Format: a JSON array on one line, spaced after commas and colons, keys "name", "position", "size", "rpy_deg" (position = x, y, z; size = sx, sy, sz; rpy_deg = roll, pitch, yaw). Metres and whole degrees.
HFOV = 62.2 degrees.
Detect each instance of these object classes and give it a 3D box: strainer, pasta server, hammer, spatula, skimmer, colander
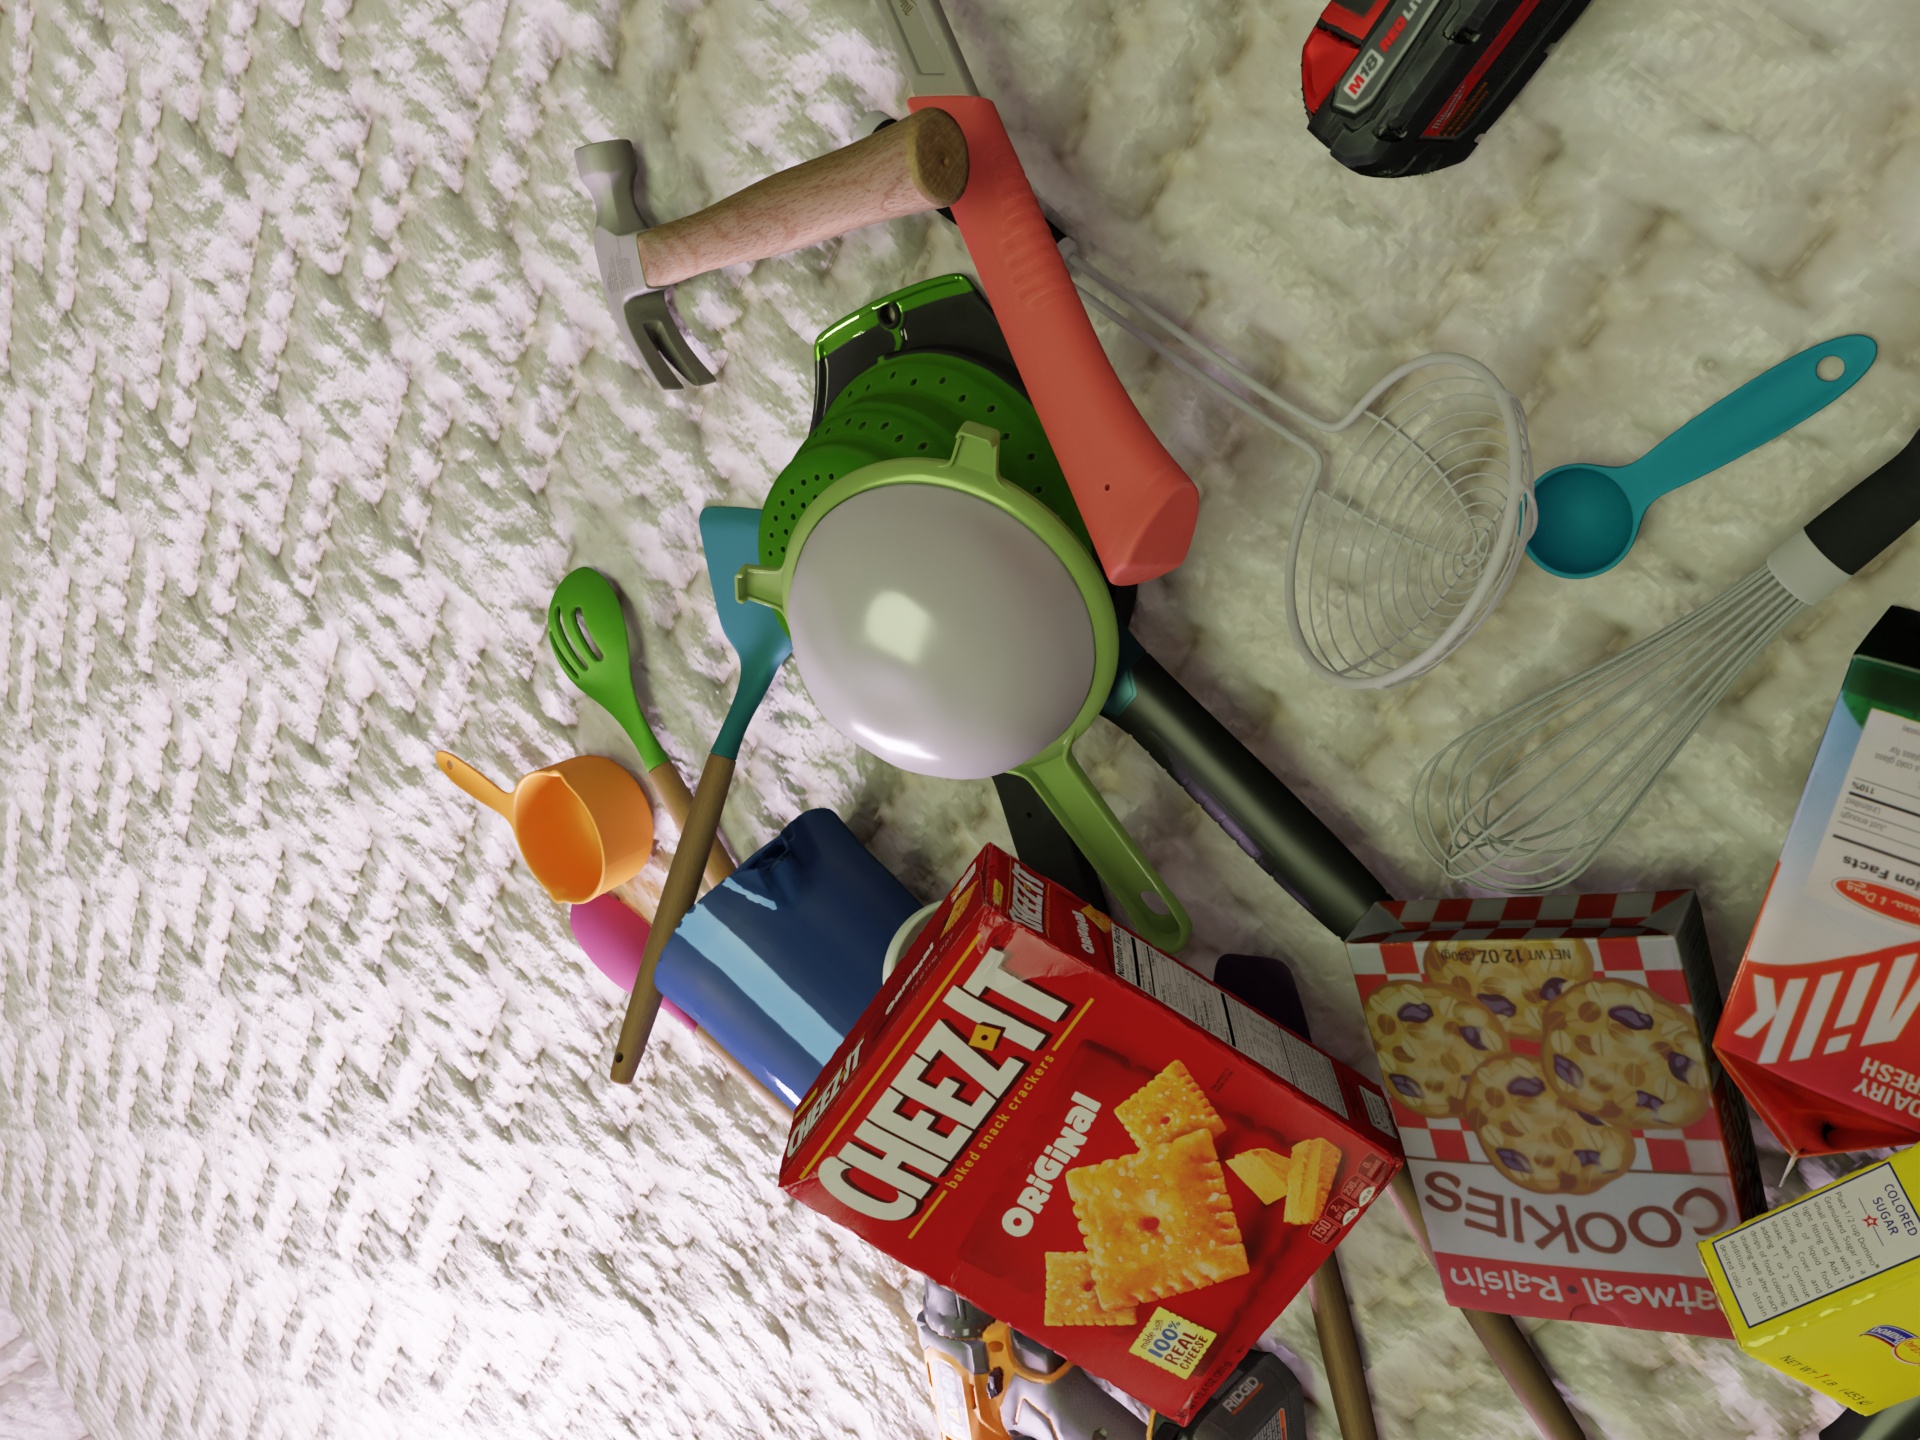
[{"name": "strainer", "position": [0.015, 0.015, 0.663], "size": [0.151, 0.069, 0.256], "rpy_deg": [-26, 108, 36]}, {"name": "pasta server", "position": [0.251, 0.298, 0.698], "size": [0.060, 0.040, 0.316], "rpy_deg": [-36, 81, 27]}, {"name": "hammer", "position": [-0.095, -0.222, 0.722], "size": [0.331, 0.031, 0.130], "rpy_deg": [12, 117, 57]}, {"name": "spatula", "position": [0.170, 0.260, 0.763], "size": [0.060, 0.018, 0.316], "rpy_deg": [-4, 103, 50]}, {"name": "hammer", "position": [0.002, -0.216, 0.648], "size": [0.149, 0.036, 0.359], "rpy_deg": [-33, 72, 41]}, {"name": "skimmer", "position": [0.070, -0.153, 0.636], "size": [0.363, 0.090, 0.127], "rpy_deg": [41, 122, 21]}, {"name": "hammer", "position": [0.168, 0.083, 0.668], "size": [0.331, 0.033, 0.128], "rpy_deg": [45, 128, 10]}, {"name": "colander", "position": [-0.001, -0.002, 0.750], "size": [0.204, 0.094, 0.397], "rpy_deg": [-12, 99, 41]}, {"name": "spatula", "position": [-0.145, 0.042, 0.864], "size": [0.082, 0.044, 0.317], "rpy_deg": [12, 83, 36]}]

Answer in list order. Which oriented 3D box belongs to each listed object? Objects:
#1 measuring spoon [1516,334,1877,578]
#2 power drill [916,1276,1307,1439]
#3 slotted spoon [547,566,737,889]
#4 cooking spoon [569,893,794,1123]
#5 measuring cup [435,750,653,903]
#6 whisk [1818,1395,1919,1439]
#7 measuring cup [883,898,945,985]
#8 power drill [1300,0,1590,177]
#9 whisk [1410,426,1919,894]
[{"name": "measuring spoon", "position": [0.258, -0.094, 0.559], "size": [0.128, 0.021, 0.042], "rpy_deg": [-34, 83, 33]}, {"name": "power drill", "position": [0.067, 0.348, 0.844], "size": [0.226, 0.084, 0.185], "rpy_deg": [7, 111, 43]}, {"name": "slotted spoon", "position": [-0.167, 0.049, 0.954], "size": [0.070, 0.031, 0.314], "rpy_deg": [-33, 86, 39]}, {"name": "cooking spoon", "position": [-0.145, 0.207, 1.002], "size": [0.319, 0.017, 0.068], "rpy_deg": [35, 126, 25]}, {"name": "measuring cup", "position": [-0.266, 0.050, 1.019], "size": [0.174, 0.052, 0.095], "rpy_deg": [26, 122, 32]}, {"name": "whisk", "position": [0.324, 0.292, 0.601], "size": [0.073, 0.073, 0.295], "rpy_deg": [37, 112, 23]}, {"name": "measuring cup", "position": [0.023, 0.159, 0.749], "size": [0.167, 0.083, 0.038], "rpy_deg": [60, 166, -4]}, {"name": "power drill", "position": [0.111, -0.299, 0.559], "size": [0.220, 0.078, 0.143], "rpy_deg": [50, 131, 16]}, {"name": "whisk", "position": [0.265, -0.032, 0.549], "size": [0.070, 0.070, 0.284], "rpy_deg": [50, 126, 13]}]
